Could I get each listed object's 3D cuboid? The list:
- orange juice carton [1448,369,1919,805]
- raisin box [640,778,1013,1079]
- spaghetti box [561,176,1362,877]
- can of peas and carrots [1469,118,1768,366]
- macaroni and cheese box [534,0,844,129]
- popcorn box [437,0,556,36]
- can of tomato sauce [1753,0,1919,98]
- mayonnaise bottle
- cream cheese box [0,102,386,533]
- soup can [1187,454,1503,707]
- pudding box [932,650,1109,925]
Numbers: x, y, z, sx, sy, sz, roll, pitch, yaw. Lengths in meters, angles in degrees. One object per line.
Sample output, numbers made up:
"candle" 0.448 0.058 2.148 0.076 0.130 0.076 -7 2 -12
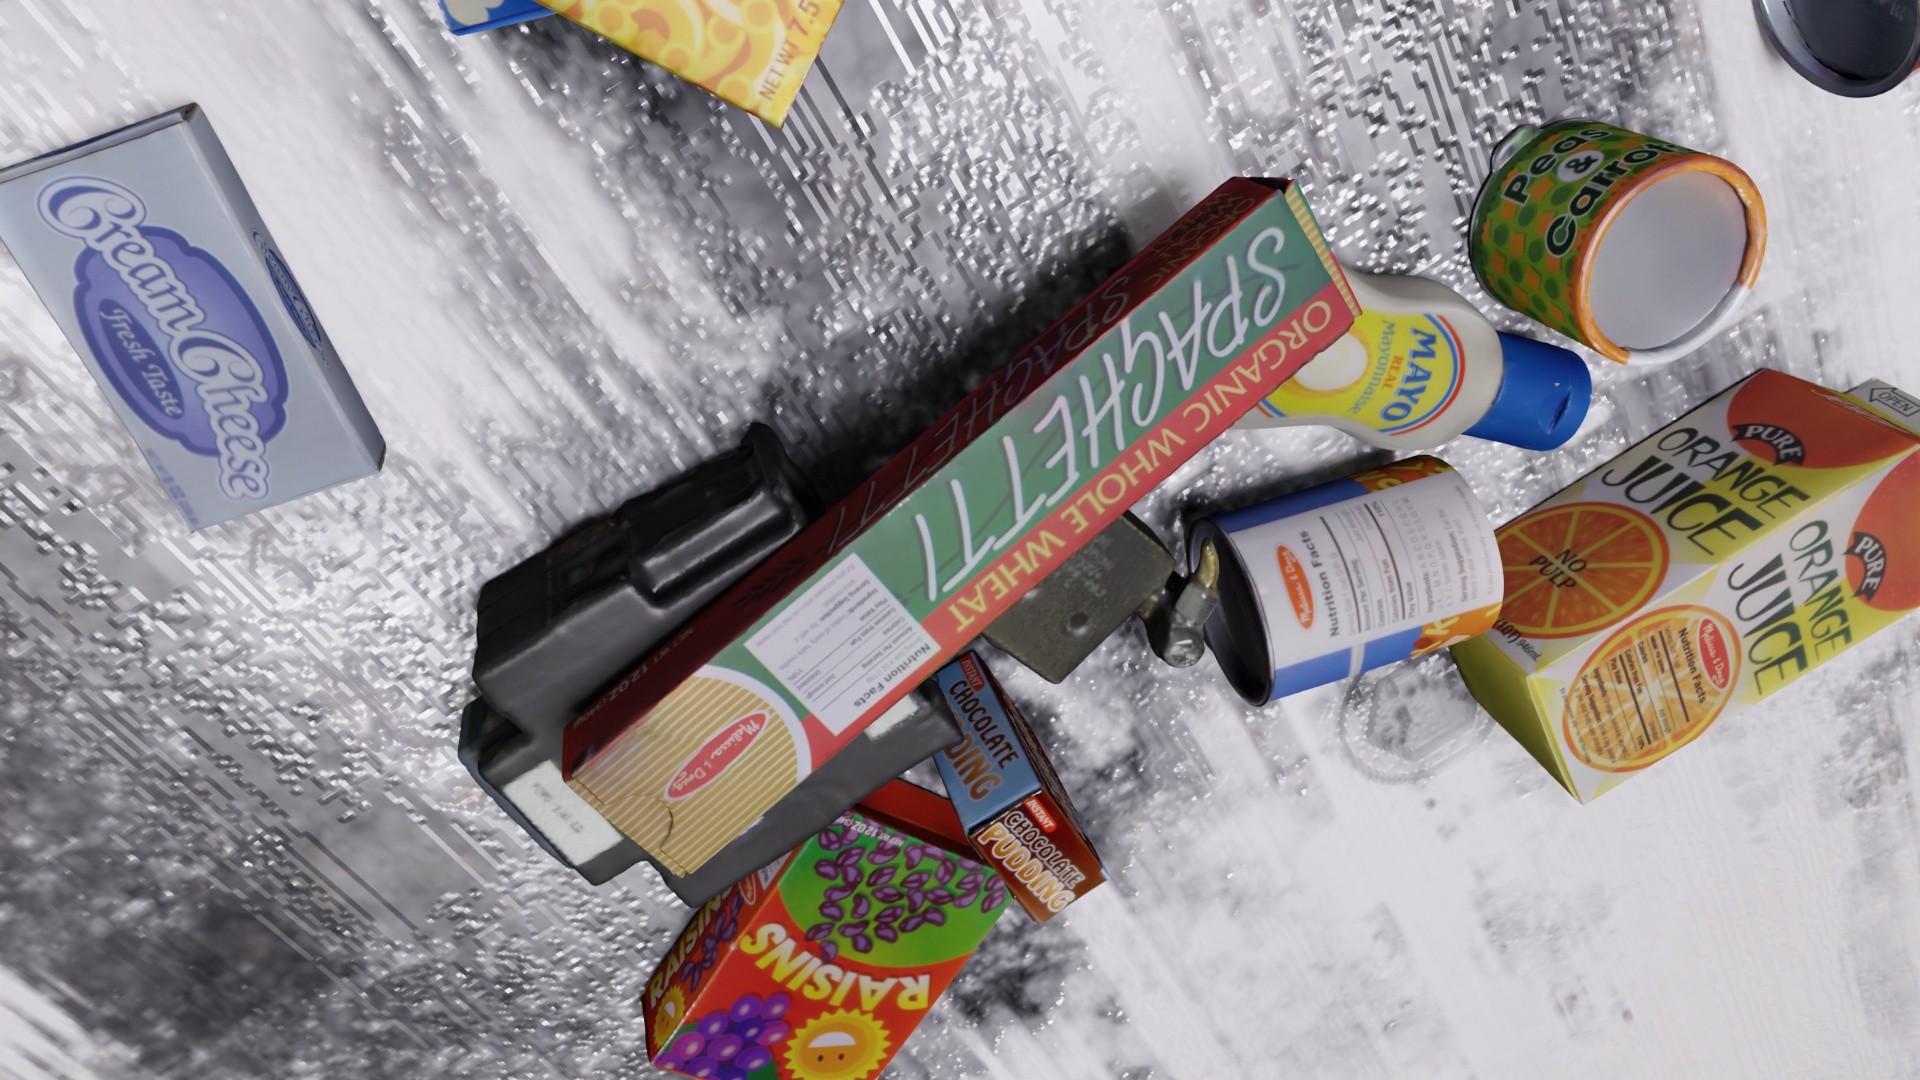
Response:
"orange juice carton" 0.277 0.005 0.505 0.193 0.072 0.072 -32 121 2
"raisin box" -0.047 0.144 0.503 0.086 0.040 0.123 27 105 -27
"spaghetti box" 0.001 -0.005 0.386 0.250 0.029 0.050 -40 119 0
"can of peas and carrots" 0.206 -0.097 0.440 0.071 0.059 0.070 -7 118 -13
"macaroni and cheese box" -0.085 -0.180 0.280 0.166 0.040 0.123 22 108 -24
"popcorn box" -0.097 -0.190 0.319 0.085 0.038 0.126 -16 120 -6
"can of tomato sauce" 0.297 -0.184 0.416 0.083 0.071 0.071 -29 120 -1
"mayonnaise bottle" 0.134 -0.059 0.449 0.148 0.041 0.064 9 111 -19
"cream cheese box" -0.201 -0.056 0.366 0.053 0.024 0.103 -21 120 -5
"soup can" 0.128 0.013 0.472 0.084 0.071 0.071 -16 120 -8
"pudding box" 0.014 0.080 0.462 0.030 0.084 0.049 -32 120 2
